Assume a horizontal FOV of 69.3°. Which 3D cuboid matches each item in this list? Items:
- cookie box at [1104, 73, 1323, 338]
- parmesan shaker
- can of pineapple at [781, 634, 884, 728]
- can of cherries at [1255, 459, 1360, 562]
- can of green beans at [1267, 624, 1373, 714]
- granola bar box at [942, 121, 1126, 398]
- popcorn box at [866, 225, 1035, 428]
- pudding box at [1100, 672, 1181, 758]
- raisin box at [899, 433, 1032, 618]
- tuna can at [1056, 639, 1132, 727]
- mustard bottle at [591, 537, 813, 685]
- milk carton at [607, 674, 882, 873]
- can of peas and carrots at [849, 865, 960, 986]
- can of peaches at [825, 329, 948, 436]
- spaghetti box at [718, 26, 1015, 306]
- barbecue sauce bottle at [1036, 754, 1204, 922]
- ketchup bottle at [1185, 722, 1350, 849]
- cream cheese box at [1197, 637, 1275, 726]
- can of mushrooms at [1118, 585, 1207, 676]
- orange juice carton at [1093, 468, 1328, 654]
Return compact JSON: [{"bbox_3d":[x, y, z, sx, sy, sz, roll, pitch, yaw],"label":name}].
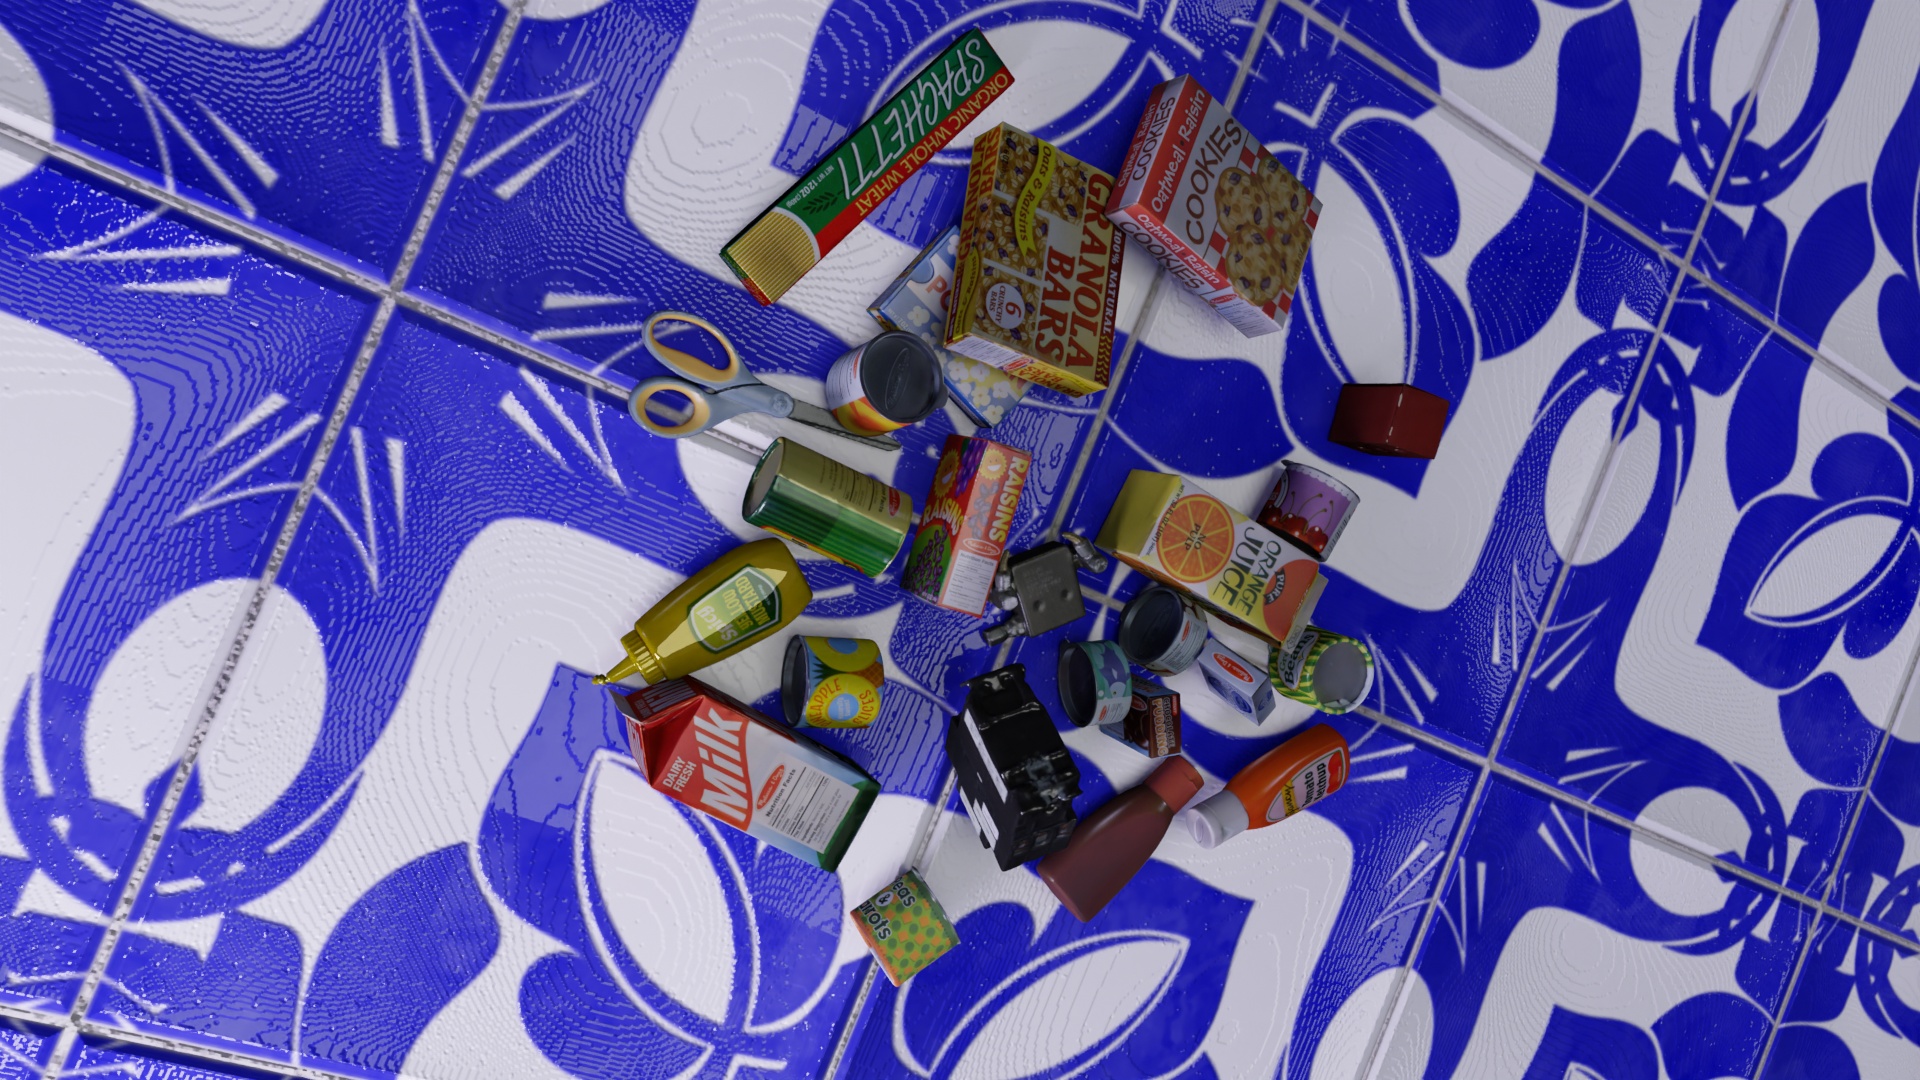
[{"bbox_3d":[0.195,-0.252,1.056,0.167,0.040,0.123,33,67,-29],"label":"cookie box"},{"bbox_3d":[-0.095,-0.025,0.981,0.103,0.071,0.071,25,87,-22],"label":"parmesan shaker"},{"bbox_3d":[-0.092,0.103,0.994,0.058,0.071,0.071,5,95,-22],"label":"can of pineapple"},{"bbox_3d":[0.279,-0.024,1.131,0.071,0.071,0.058,32,85,-22],"label":"can of cherries"},{"bbox_3d":[0.300,0.107,1.157,0.071,0.058,0.071,-3,97,-21],"label":"can of green beans"},{"bbox_3d":[0.059,-0.200,1.000,0.124,0.039,0.166,17,73,-32],"label":"granola bar box"},{"bbox_3d":[0.005,-0.155,1.019,0.126,0.038,0.085,45,80,-20],"label":"popcorn box"},{"bbox_3d":[0.139,0.135,1.082,0.030,0.084,0.049,-5,98,-21],"label":"pudding box"},{"bbox_3d":[0.004,-0.013,1.009,0.040,0.086,0.123,17,90,-21],"label":"raisin box"},{"bbox_3d":[0.103,0.108,1.076,0.033,0.071,0.071,-4,98,-22],"label":"tuna can"},{"bbox_3d":[-0.182,0.059,0.963,0.161,0.049,0.065,-33,105,-15],"label":"mustard bottle"},{"bbox_3d":[-0.159,0.154,0.972,0.190,0.072,0.073,32,85,-23],"label":"milk carton"},{"bbox_3d":[-0.043,0.287,1.037,0.059,0.071,0.070,-32,107,-14],"label":"can of peas and carrots"},{"bbox_3d":[-0.052,-0.109,0.983,0.071,0.058,0.071,5,81,-30],"label":"can of peaches"},{"bbox_3d":[-0.063,-0.267,0.983,0.250,0.029,0.050,-45,111,-11],"label":"spaghetti box"},{"bbox_3d":[0.132,0.234,1.113,0.149,0.044,0.064,-42,119,-13],"label":"barbecue sauce bottle"},{"bbox_3d":[0.254,0.207,1.148,0.149,0.043,0.064,-22,126,-24],"label":"ketchup bottle"},{"bbox_3d":[0.219,0.112,1.098,0.024,0.053,0.103,-51,155,-6],"label":"cream cheese box"},{"bbox_3d":[0.158,0.071,1.092,0.033,0.071,0.071,29,86,-33],"label":"can of mushrooms"},{"bbox_3d":[0.210,0.020,1.103,0.192,0.073,0.072,29,85,-23],"label":"orange juice carton"}]
